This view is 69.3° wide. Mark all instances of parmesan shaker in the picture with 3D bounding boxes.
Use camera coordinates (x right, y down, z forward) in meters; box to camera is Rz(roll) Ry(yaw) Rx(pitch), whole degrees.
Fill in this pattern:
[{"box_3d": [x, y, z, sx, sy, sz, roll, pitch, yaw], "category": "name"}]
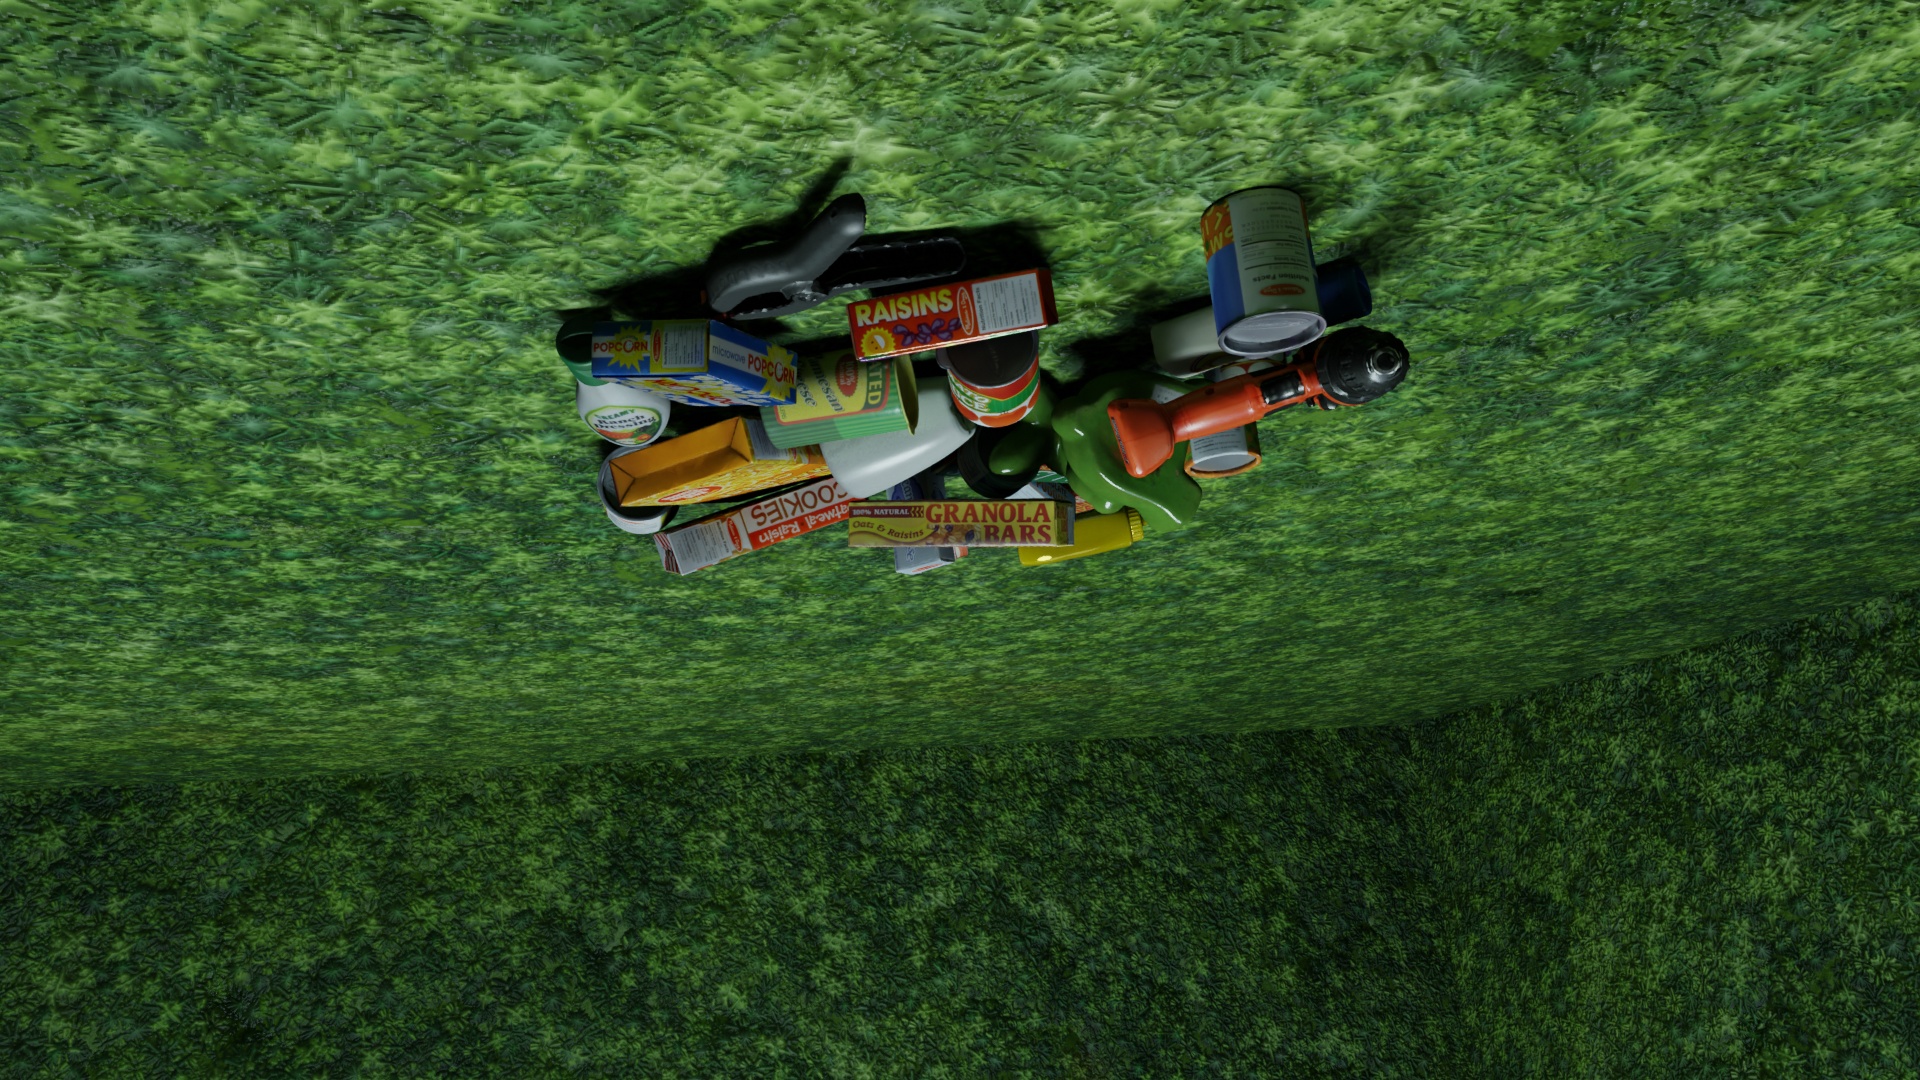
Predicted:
[{"box_3d": [-0.088, -0.102, 1.002, 0.103, 0.071, 0.071, -9, 164, 10], "category": "parmesan shaker"}]

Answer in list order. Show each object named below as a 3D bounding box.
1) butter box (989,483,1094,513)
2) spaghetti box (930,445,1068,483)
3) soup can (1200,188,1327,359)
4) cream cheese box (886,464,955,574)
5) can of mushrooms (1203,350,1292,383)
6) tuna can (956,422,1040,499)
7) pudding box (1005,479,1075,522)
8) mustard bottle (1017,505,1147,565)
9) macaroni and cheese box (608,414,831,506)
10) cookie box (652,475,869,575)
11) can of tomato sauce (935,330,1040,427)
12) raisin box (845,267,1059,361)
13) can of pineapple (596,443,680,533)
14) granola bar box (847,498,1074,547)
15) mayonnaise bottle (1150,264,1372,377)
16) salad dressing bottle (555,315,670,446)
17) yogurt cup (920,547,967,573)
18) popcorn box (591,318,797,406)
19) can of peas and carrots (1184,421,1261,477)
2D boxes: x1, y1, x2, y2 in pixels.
[{"box_3d": [0.085, -0.038, 1.376, 0.103, 0.024, 0.053, -15, 162, 30], "category": "butter box"}, {"box_3d": [0.095, -0.072, 1.250, 0.250, 0.029, 0.050, 2, 162, -27], "category": "spaghetti box"}, {"box_3d": [0.186, -0.164, 0.861, 0.071, 0.084, 0.071, -5, 164, -1], "category": "soup can"}, {"box_3d": [-0.038, -0.026, 1.230, 0.053, 0.104, 0.024, -18, 164, 38], "category": "cream cheese box"}, {"box_3d": [0.226, -0.130, 1.088, 0.071, 0.033, 0.071, -5, 163, -1], "category": "can of mushrooms"}, {"box_3d": [0.035, -0.070, 1.167, 0.071, 0.071, 0.032, 2, 161, -26], "category": "tuna can"}, {"box_3d": [0.067, -0.041, 1.305, 0.049, 0.030, 0.083, -18, 142, 32], "category": "pudding box"}, {"box_3d": [0.137, -0.011, 1.437, 0.160, 0.048, 0.065, -12, -175, 1], "category": "mustard bottle"}, {"box_3d": [-0.174, -0.062, 1.098, 0.123, 0.040, 0.167, -15, 176, 23], "category": "macaroni and cheese box"}, {"box_3d": [-0.172, -0.015, 1.194, 0.168, 0.040, 0.123, -20, -174, -17], "category": "cookie box"}, {"box_3d": [0.021, -0.122, 0.978, 0.071, 0.071, 0.083, -7, 164, 3], "category": "can of tomato sauce"}, {"box_3d": [-0.003, -0.145, 0.890, 0.123, 0.040, 0.086, -8, -170, 10], "category": "raisin box"}, {"box_3d": [-0.265, -0.044, 1.152, 0.071, 0.071, 0.057, -2, 169, -11], "category": "can of pineapple"}, {"box_3d": [0.004, -0.014, 1.128, 0.165, 0.039, 0.124, 0, 180, 11], "category": "granola bar box"}, {"box_3d": [0.213, -0.154, 0.980, 0.148, 0.041, 0.065, -15, 169, 31], "category": "mayonnaise bottle"}, {"box_3d": [-0.244, -0.110, 0.970, 0.064, 0.044, 0.147, -6, 164, 0], "category": "salad dressing bottle"}, {"box_3d": [-0.024, -0.006, 1.380, 0.054, 0.072, 0.072, -13, 164, -3], "category": "yogurt cup"}, {"box_3d": [-0.173, -0.116, 0.921, 0.085, 0.038, 0.127, 1, 177, 20], "category": "popcorn box"}, {"box_3d": [0.220, -0.090, 1.180, 0.071, 0.059, 0.070, -5, 164, -1], "category": "can of peas and carrots"}]
